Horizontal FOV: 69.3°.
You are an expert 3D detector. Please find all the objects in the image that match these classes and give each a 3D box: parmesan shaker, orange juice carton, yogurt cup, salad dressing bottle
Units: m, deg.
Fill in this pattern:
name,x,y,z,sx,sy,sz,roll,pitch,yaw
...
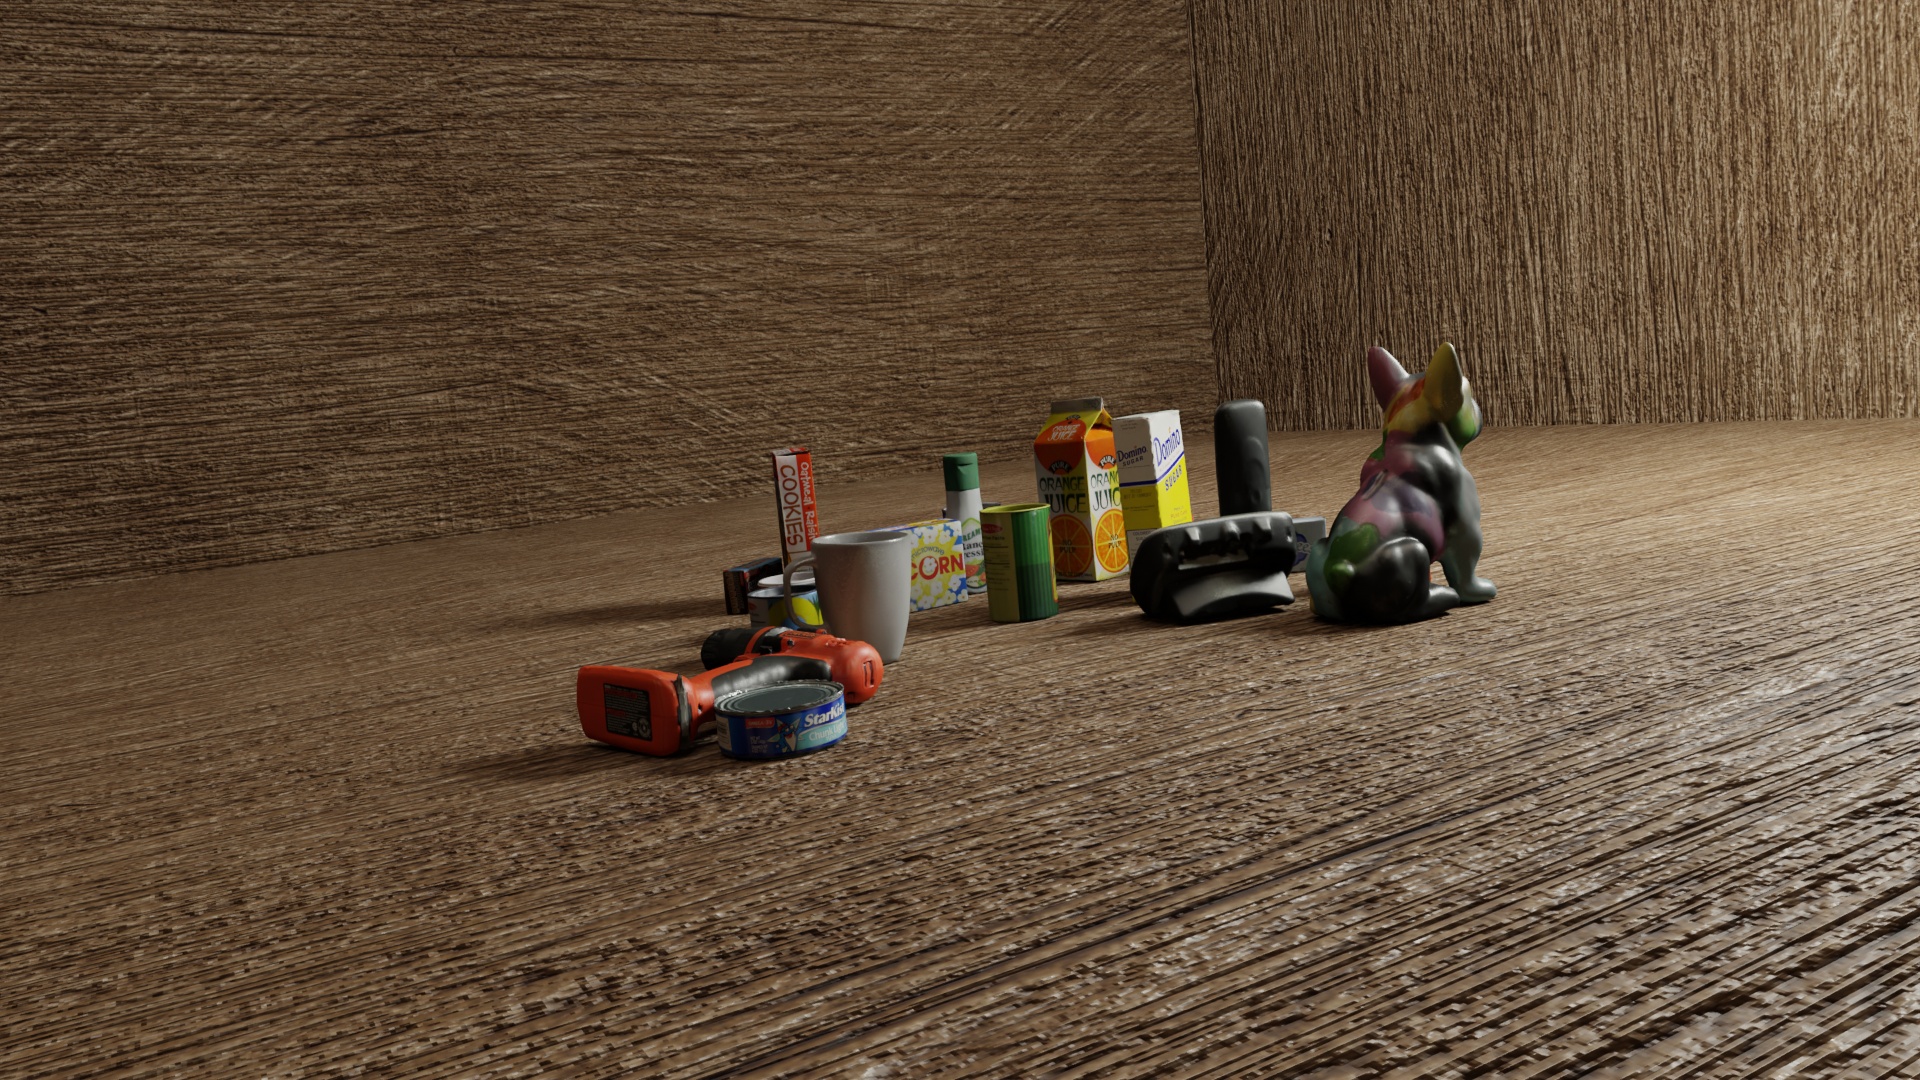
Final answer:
name,x,y,z,sx,sy,sz,roll,pitch,yaw
parmesan shaker,0.054,0.020,1.295,0.071,0.103,0.071,-6,6,1
orange juice carton,0.132,-0.056,1.489,0.072,0.192,0.073,0,9,44
yogurt cup,-0.158,0.061,1.333,0.072,0.054,0.072,-6,6,1
salad dressing bottle,0.005,-0.018,1.471,0.064,0.147,0.044,-8,6,-17

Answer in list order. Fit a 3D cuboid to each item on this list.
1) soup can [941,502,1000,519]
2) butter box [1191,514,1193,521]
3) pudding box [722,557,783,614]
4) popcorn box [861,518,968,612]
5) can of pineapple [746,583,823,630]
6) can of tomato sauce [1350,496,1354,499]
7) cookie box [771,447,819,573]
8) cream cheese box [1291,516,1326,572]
name,x,y,z,sx,sy,sz,roll,pitch,yaw
soup can,0.014,0.003,1.557,0.071,0.083,0.071,-6,6,1
butter box,0.240,0.003,1.493,0.024,0.053,0.104,-5,7,10
pudding box,-0.224,0.049,1.513,0.030,0.049,0.084,-3,7,22
popcorn box,-0.057,0.028,1.392,0.127,0.085,0.038,-10,7,-33
can of pineapple,-0.150,0.072,1.222,0.071,0.057,0.071,-6,6,1
can of tomato sauce,0.395,-0.001,1.269,0.071,0.083,0.071,-6,6,1
cookie box,-0.177,-0.017,1.523,0.040,0.167,0.123,-7,6,-9
cream cheese box,0.316,0.007,1.401,0.104,0.053,0.024,-5,6,9
